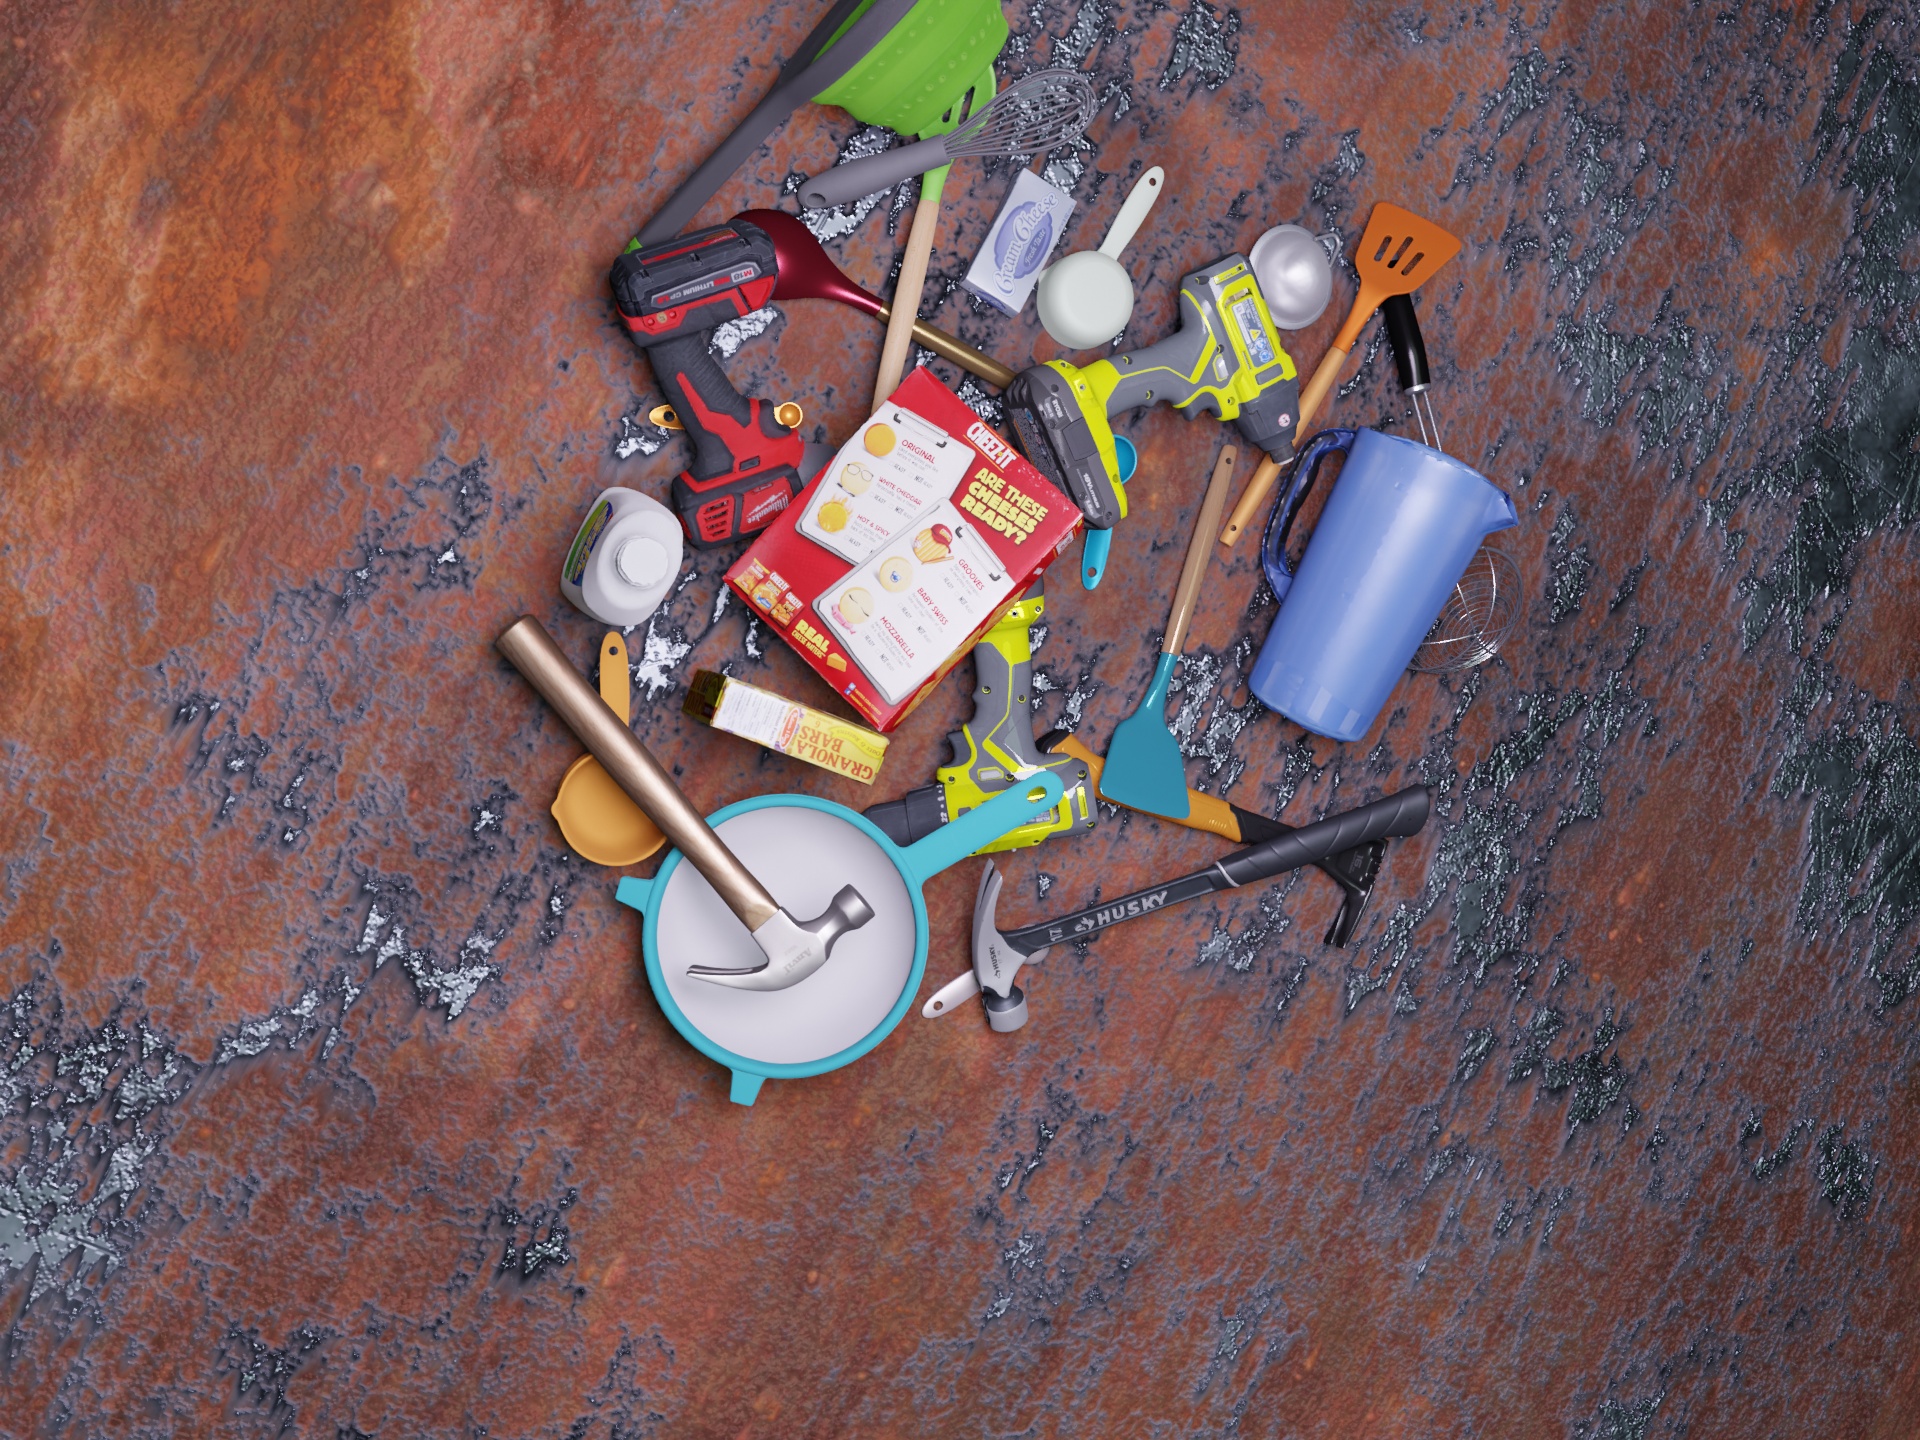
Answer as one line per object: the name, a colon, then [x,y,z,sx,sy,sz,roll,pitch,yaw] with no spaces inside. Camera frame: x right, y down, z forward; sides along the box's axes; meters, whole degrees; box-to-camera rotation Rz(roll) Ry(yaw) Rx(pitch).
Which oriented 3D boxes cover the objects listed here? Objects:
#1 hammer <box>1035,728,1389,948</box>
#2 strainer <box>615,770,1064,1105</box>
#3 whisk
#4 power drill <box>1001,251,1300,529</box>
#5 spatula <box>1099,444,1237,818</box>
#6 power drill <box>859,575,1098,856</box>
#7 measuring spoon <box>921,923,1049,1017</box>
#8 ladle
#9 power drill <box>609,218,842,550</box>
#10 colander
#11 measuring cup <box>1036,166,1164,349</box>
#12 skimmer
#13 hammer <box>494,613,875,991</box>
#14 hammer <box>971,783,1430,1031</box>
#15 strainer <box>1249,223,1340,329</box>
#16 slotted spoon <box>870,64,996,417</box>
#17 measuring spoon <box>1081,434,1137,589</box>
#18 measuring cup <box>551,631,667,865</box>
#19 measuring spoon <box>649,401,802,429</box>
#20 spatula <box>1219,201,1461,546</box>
hammer: [0.210,0.088,1.351,0.336,0.034,0.127,20,87,-17]
strainer: [-0.075,0.128,1.218,0.340,0.095,0.211,-29,92,-3]
whisk: [-0.013,-0.430,1.192,0.239,0.055,0.055,-15,100,14]
power drill: [0.161,-0.247,1.261,0.223,0.080,0.171,-29,106,-13]
spatula: [0.187,-0.079,1.320,0.082,0.044,0.317,17,86,-14]
power drill: [-0.002,-0.004,1.250,0.190,0.080,0.228,-9,98,2]
measuring spoon: [0.022,0.211,1.312,0.124,0.018,0.034,-32,103,-11]
ladle: [-0.043,-0.310,1.248,0.315,0.031,0.069,25,86,-19]
power drill: [-0.162,-0.242,1.164,0.143,0.079,0.219,-20,121,-10]
colander: [-0.091,-0.438,1.162,0.397,0.205,0.094,-44,116,10]
measuring cup: [0.126,-0.379,1.285,0.083,0.038,0.167,31,87,-17]
skimmer: [0.401,-0.222,1.387,0.127,0.090,0.363,-13,88,-8]
hammer: [-0.217,0.060,1.149,0.130,0.031,0.331,-41,92,-1]
hammer: [0.200,0.127,1.307,0.409,0.036,0.149,-18,119,-10]
strainer: [0.227,-0.332,1.321,0.258,0.050,0.086,-36,108,-8]
slotted spoon: [-0.032,-0.375,1.227,0.070,0.031,0.314,12,85,-5]
measuring spoon: [0.115,-0.172,1.314,0.042,0.021,0.128,7,102,-15]
measuring cup: [-0.261,0.020,1.195,0.095,0.052,0.173,-2,93,-17]
measuring spoon: [-0.180,-0.234,1.222,0.117,0.011,0.021,-3,96,-13]
spatula: [0.307,-0.288,1.342,0.081,0.041,0.322,31,95,11]
